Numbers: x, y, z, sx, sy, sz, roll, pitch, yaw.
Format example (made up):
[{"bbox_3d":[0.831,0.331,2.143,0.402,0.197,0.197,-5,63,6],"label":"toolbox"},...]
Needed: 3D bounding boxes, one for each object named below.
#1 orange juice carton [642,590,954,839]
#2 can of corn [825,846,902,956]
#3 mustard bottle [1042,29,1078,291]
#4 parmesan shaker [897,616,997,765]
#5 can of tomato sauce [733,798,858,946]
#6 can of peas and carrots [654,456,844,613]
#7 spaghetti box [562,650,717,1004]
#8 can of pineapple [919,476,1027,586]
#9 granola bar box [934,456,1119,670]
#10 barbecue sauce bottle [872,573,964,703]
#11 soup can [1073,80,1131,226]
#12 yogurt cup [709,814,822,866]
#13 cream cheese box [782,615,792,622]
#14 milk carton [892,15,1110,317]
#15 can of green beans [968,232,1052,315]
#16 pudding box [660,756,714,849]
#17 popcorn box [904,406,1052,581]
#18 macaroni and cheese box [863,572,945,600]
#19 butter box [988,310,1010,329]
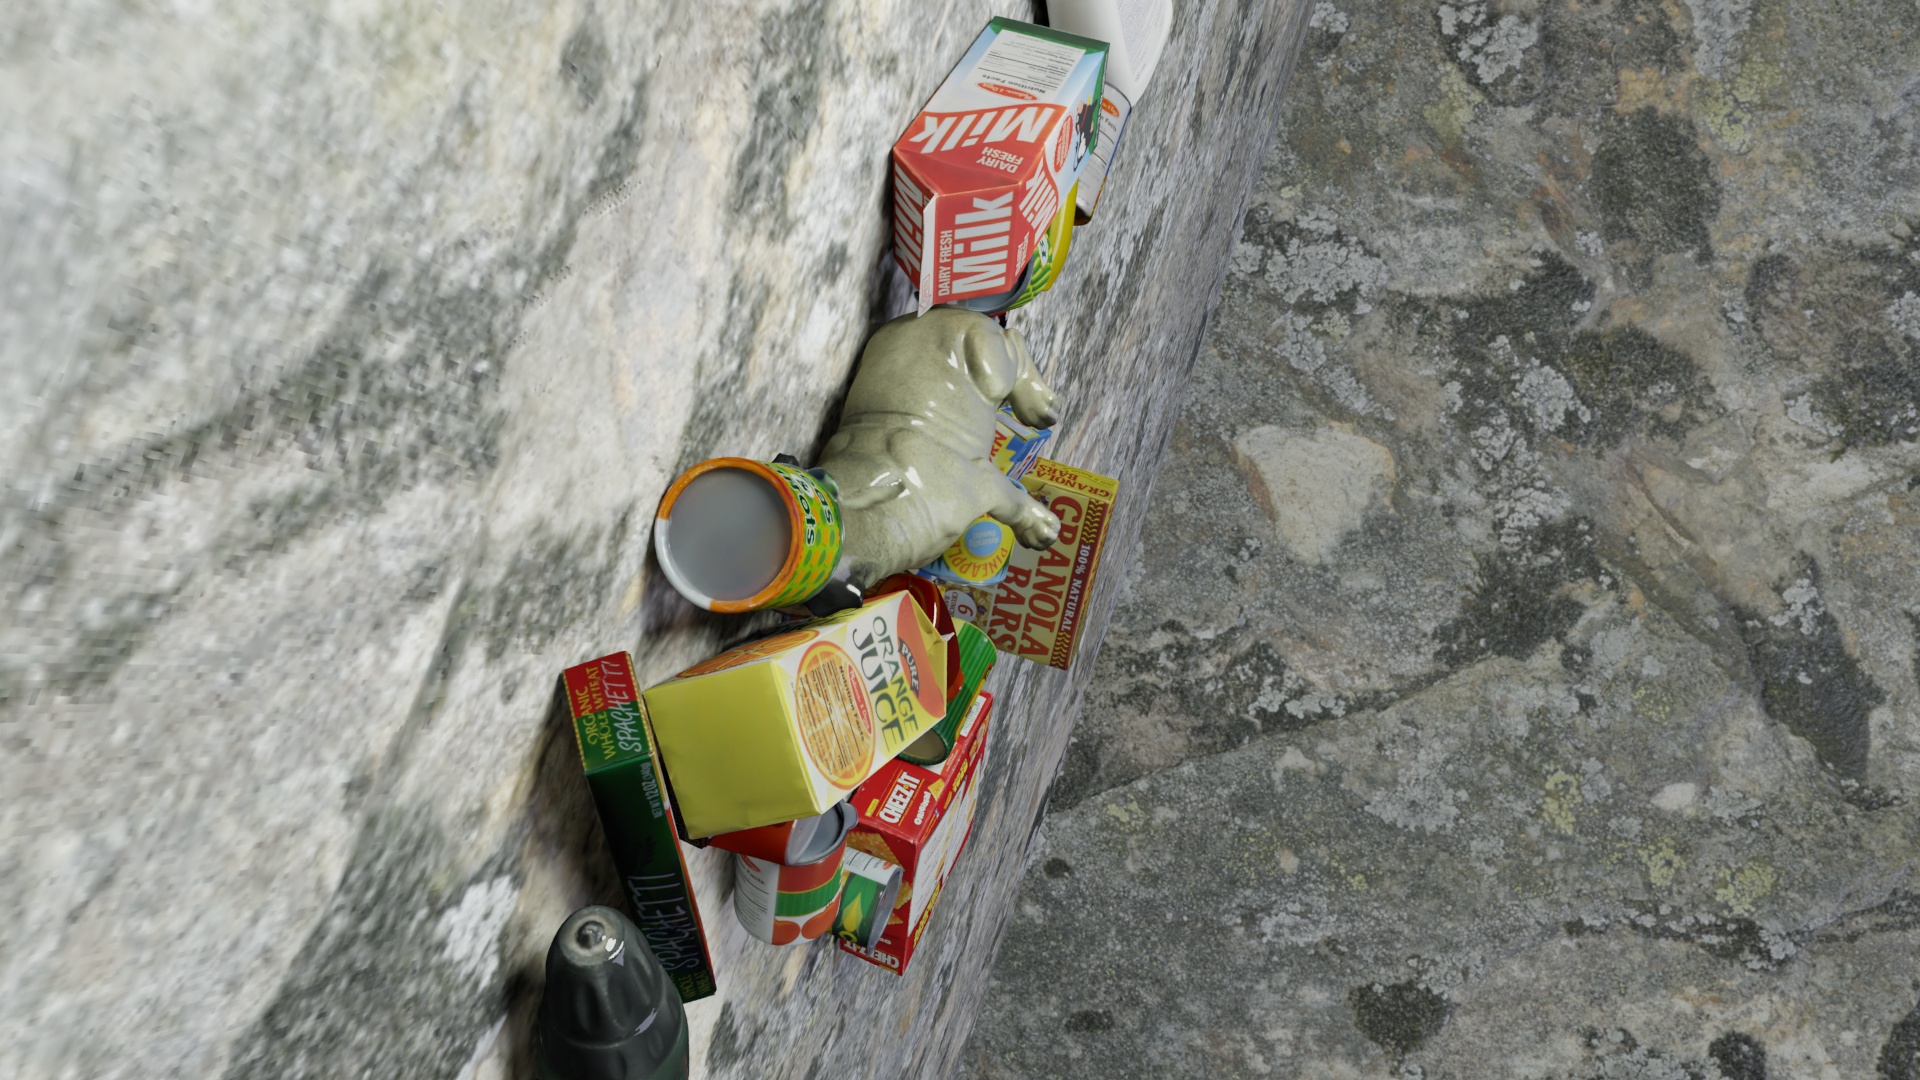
[{"bbox_3d":[-0.067,0.076,0.691,0.193,0.071,0.073,-27,101,-67],"label":"orange juice carton"},{"bbox_3d":[-0.084,0.273,1.061,0.071,0.058,0.071,16,92,-78],"label":"can of corn"},{"bbox_3d":[0.045,-0.240,0.878,0.049,0.065,0.159,-38,139,-71],"label":"mustard bottle"},{"bbox_3d":[-0.021,0.121,1.107,0.071,0.071,0.103,95,18,-48],"label":"parmesan shaker"},{"bbox_3d":[-0.101,0.193,0.838,0.071,0.071,0.082,-58,163,-49],"label":"can of tomato sauce"},{"bbox_3d":[-0.088,-0.004,0.599,0.059,0.071,0.071,3,105,-77],"label":"can of peas and carrots"},{"bbox_3d":[-0.139,0.141,0.625,0.248,0.029,0.050,94,-22,-51],"label":"spaghetti box"},{"bbox_3d":[0.003,-0.011,0.839,0.071,0.071,0.057,-37,143,-70],"label":"can of pineapple"},{"bbox_3d":[0.047,0.013,1.108,0.039,0.124,0.164,-56,160,-56],"label":"granola bar box"},{"bbox_3d":[-0.025,0.070,0.862,0.148,0.044,0.065,68,33,-70],"label":"barbecue sauce bottle"},{"bbox_3d":[0.070,-0.265,0.943,0.071,0.071,0.084,41,69,-77],"label":"soup can"},{"bbox_3d":[-0.108,0.146,0.772,0.072,0.054,0.072,17,92,-78],"label":"yogurt cup"},{"bbox_3d":[-0.082,0.040,0.805,0.053,0.024,0.103,-35,142,-73],"label":"cream cheese box"},{"bbox_3d":[0.016,-0.205,0.761,0.072,0.073,0.191,94,19,-49],"label":"milk carton"},{"bbox_3d":[0.018,-0.170,0.841,0.058,0.071,0.071,-37,143,-71],"label":"can of green beans"},{"bbox_3d":[-0.122,0.110,0.712,0.084,0.030,0.049,-55,161,-53],"label":"pudding box"},{"bbox_3d":[0.007,-0.033,0.979,0.126,0.038,0.085,-55,172,15],"label":"popcorn box"},{"bbox_3d":[-0.063,0.087,0.924,0.166,0.040,0.123,-4,111,-77],"label":"macaroni and cheese box"},{"bbox_3d":[0.006,-0.113,0.976,0.053,0.024,0.103,-41,147,-67],"label":"butter box"}]
